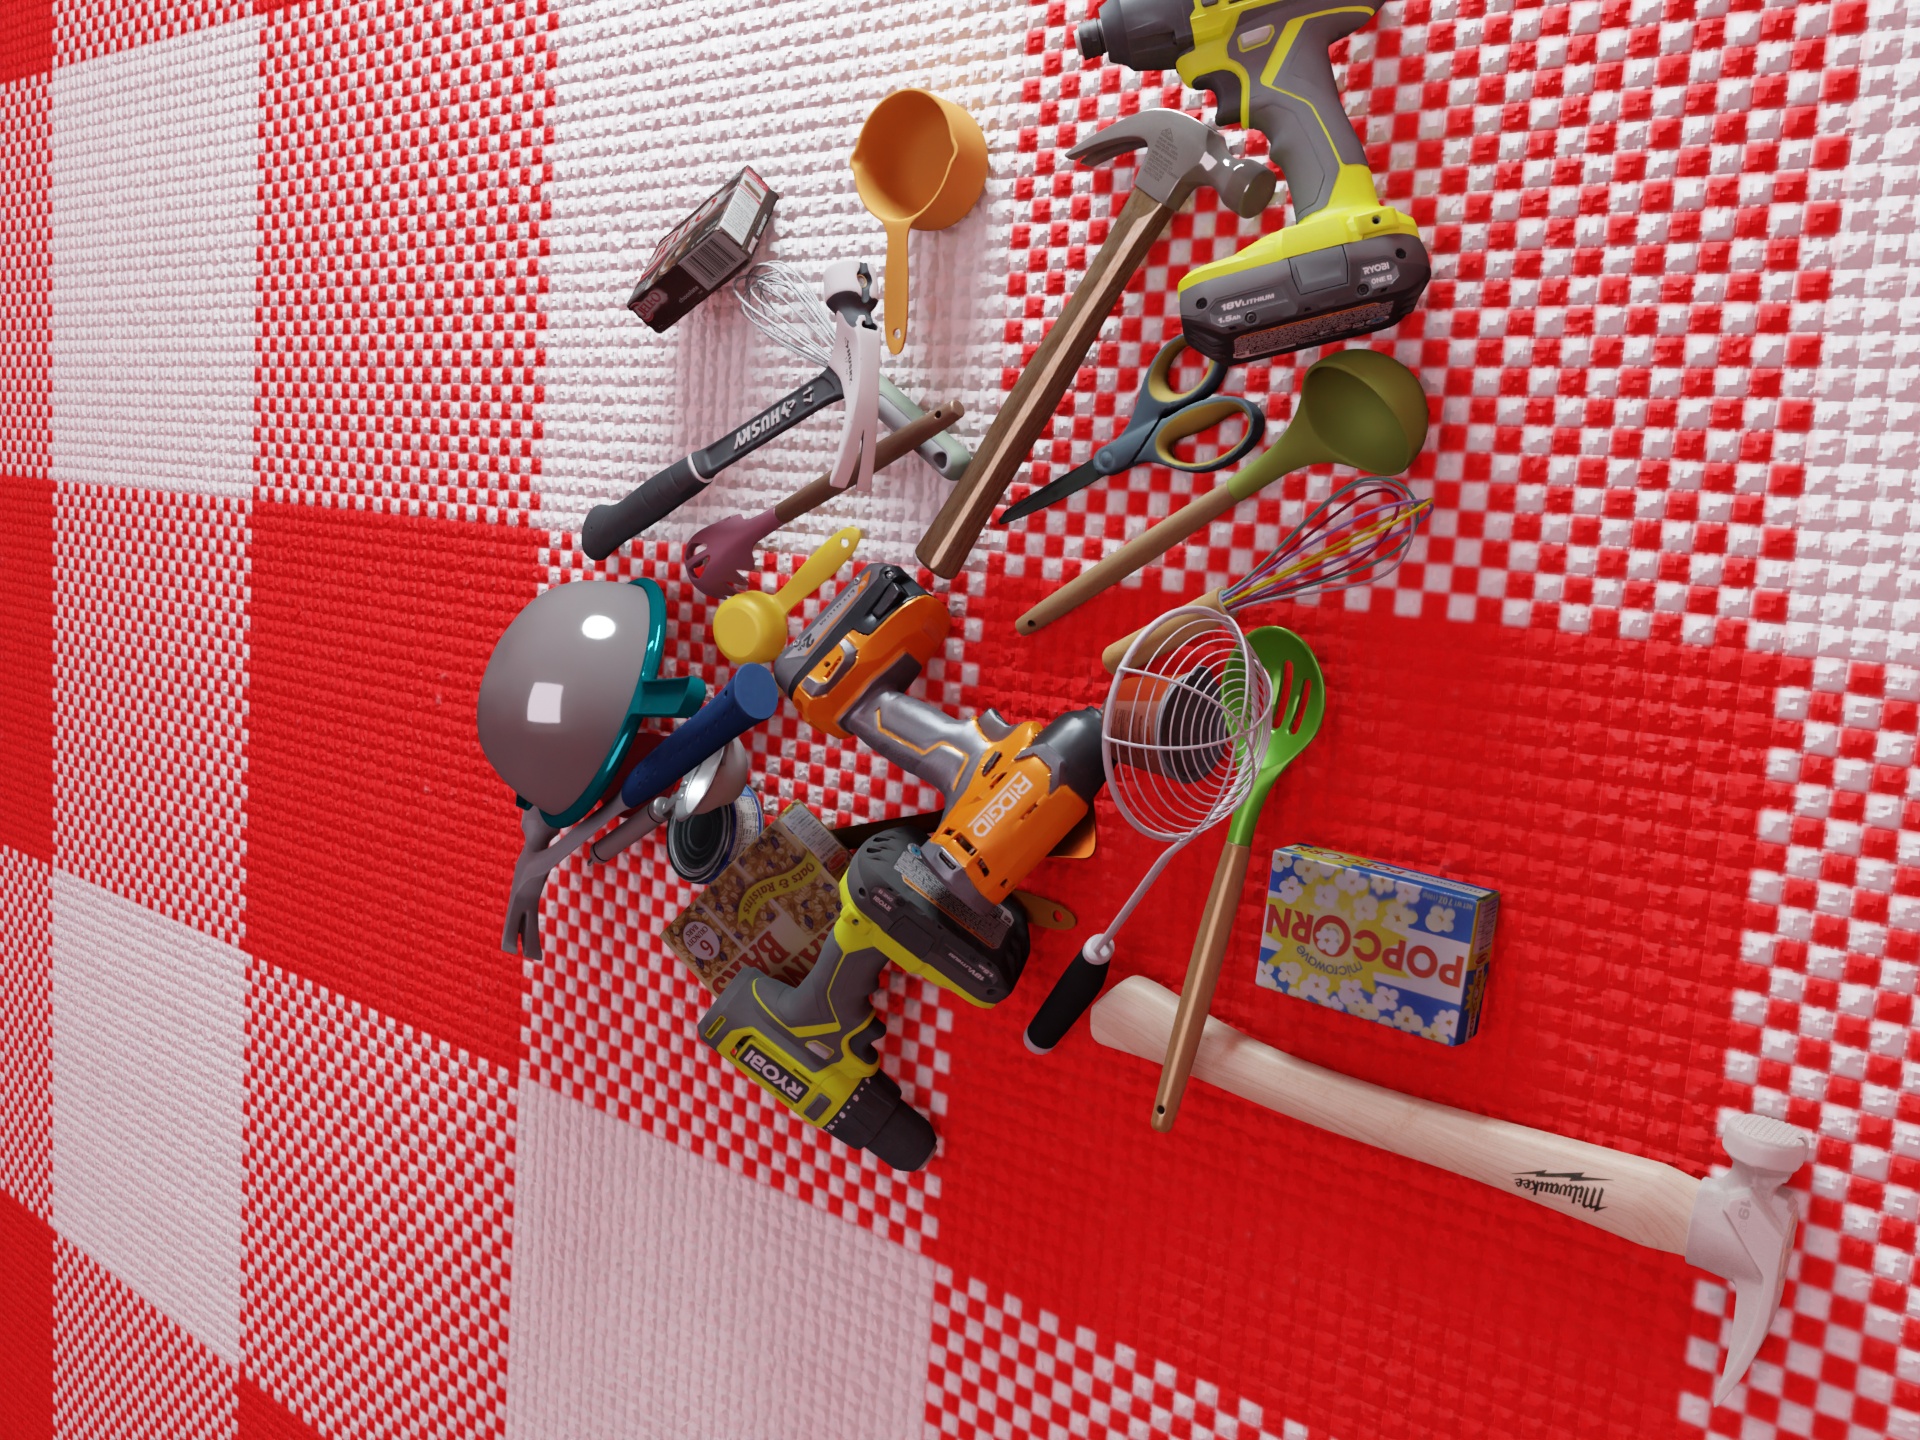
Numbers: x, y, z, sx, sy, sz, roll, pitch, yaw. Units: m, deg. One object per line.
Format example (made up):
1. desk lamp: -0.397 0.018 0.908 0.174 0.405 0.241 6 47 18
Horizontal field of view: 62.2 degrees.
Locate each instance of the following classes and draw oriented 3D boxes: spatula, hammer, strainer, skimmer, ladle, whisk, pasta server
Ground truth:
1. spatula: -0.042 0.078 1.145 0.322 0.041 0.081 -13 84 42
2. hammer: -0.181 -0.188 1.178 0.409 0.036 0.149 -18 72 50
3. strainer: -0.225 0.066 1.228 0.258 0.050 0.087 -32 36 43
4. skimmer: 0.087 0.084 0.957 0.090 0.127 0.363 48 141 20
5. ladle: -0.180 -0.005 1.245 0.315 0.031 0.069 -31 76 34
6. hammer: -0.253 0.064 1.203 0.405 0.035 0.144 -33 44 46
7. hammer: 0.250 0.239 0.914 0.411 0.038 0.146 13 102 38
8. ladle: 0.142 -0.121 0.963 0.320 0.062 0.078 -31 102 39
9. whisk: 0.172 -0.078 0.939 0.245 0.051 0.047 -28 32 43
10. strainer: -0.287 -0.028 1.187 0.340 0.095 0.211 0 70 61
11. pasta server: -0.107 -0.160 1.155 0.316 0.040 0.060 -23 80 41
12. whisk: -0.078 -0.249 1.135 0.246 0.059 0.057 45 131 22
13. hammer: 0.062 -0.235 1.024 0.130 0.031 0.331 46 116 28

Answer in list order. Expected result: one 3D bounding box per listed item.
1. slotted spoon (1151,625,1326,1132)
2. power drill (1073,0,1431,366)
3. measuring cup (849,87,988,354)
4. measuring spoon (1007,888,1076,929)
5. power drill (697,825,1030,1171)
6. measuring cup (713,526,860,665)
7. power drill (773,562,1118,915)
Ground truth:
1. slotted spoon: 0.159 0.098 0.957 0.070 0.031 0.314 18 96 37
2. power drill: 0.164 -0.322 0.887 0.171 0.080 0.223 -12 86 10
3. measuring cup: -0.026 -0.336 1.084 0.095 0.052 0.173 10 101 38
4. measuring spoon: 0.032 0.122 1.098 0.117 0.011 0.021 14 109 34
5. power drill: -0.054 0.201 1.102 0.190 0.080 0.228 38 119 -1
6. measuring cup: -0.131 -0.095 1.191 0.156 0.029 0.062 -39 82 33
7. power drill: -0.002 -0.003 1.052 0.164 0.084 0.227 -46 62 1
